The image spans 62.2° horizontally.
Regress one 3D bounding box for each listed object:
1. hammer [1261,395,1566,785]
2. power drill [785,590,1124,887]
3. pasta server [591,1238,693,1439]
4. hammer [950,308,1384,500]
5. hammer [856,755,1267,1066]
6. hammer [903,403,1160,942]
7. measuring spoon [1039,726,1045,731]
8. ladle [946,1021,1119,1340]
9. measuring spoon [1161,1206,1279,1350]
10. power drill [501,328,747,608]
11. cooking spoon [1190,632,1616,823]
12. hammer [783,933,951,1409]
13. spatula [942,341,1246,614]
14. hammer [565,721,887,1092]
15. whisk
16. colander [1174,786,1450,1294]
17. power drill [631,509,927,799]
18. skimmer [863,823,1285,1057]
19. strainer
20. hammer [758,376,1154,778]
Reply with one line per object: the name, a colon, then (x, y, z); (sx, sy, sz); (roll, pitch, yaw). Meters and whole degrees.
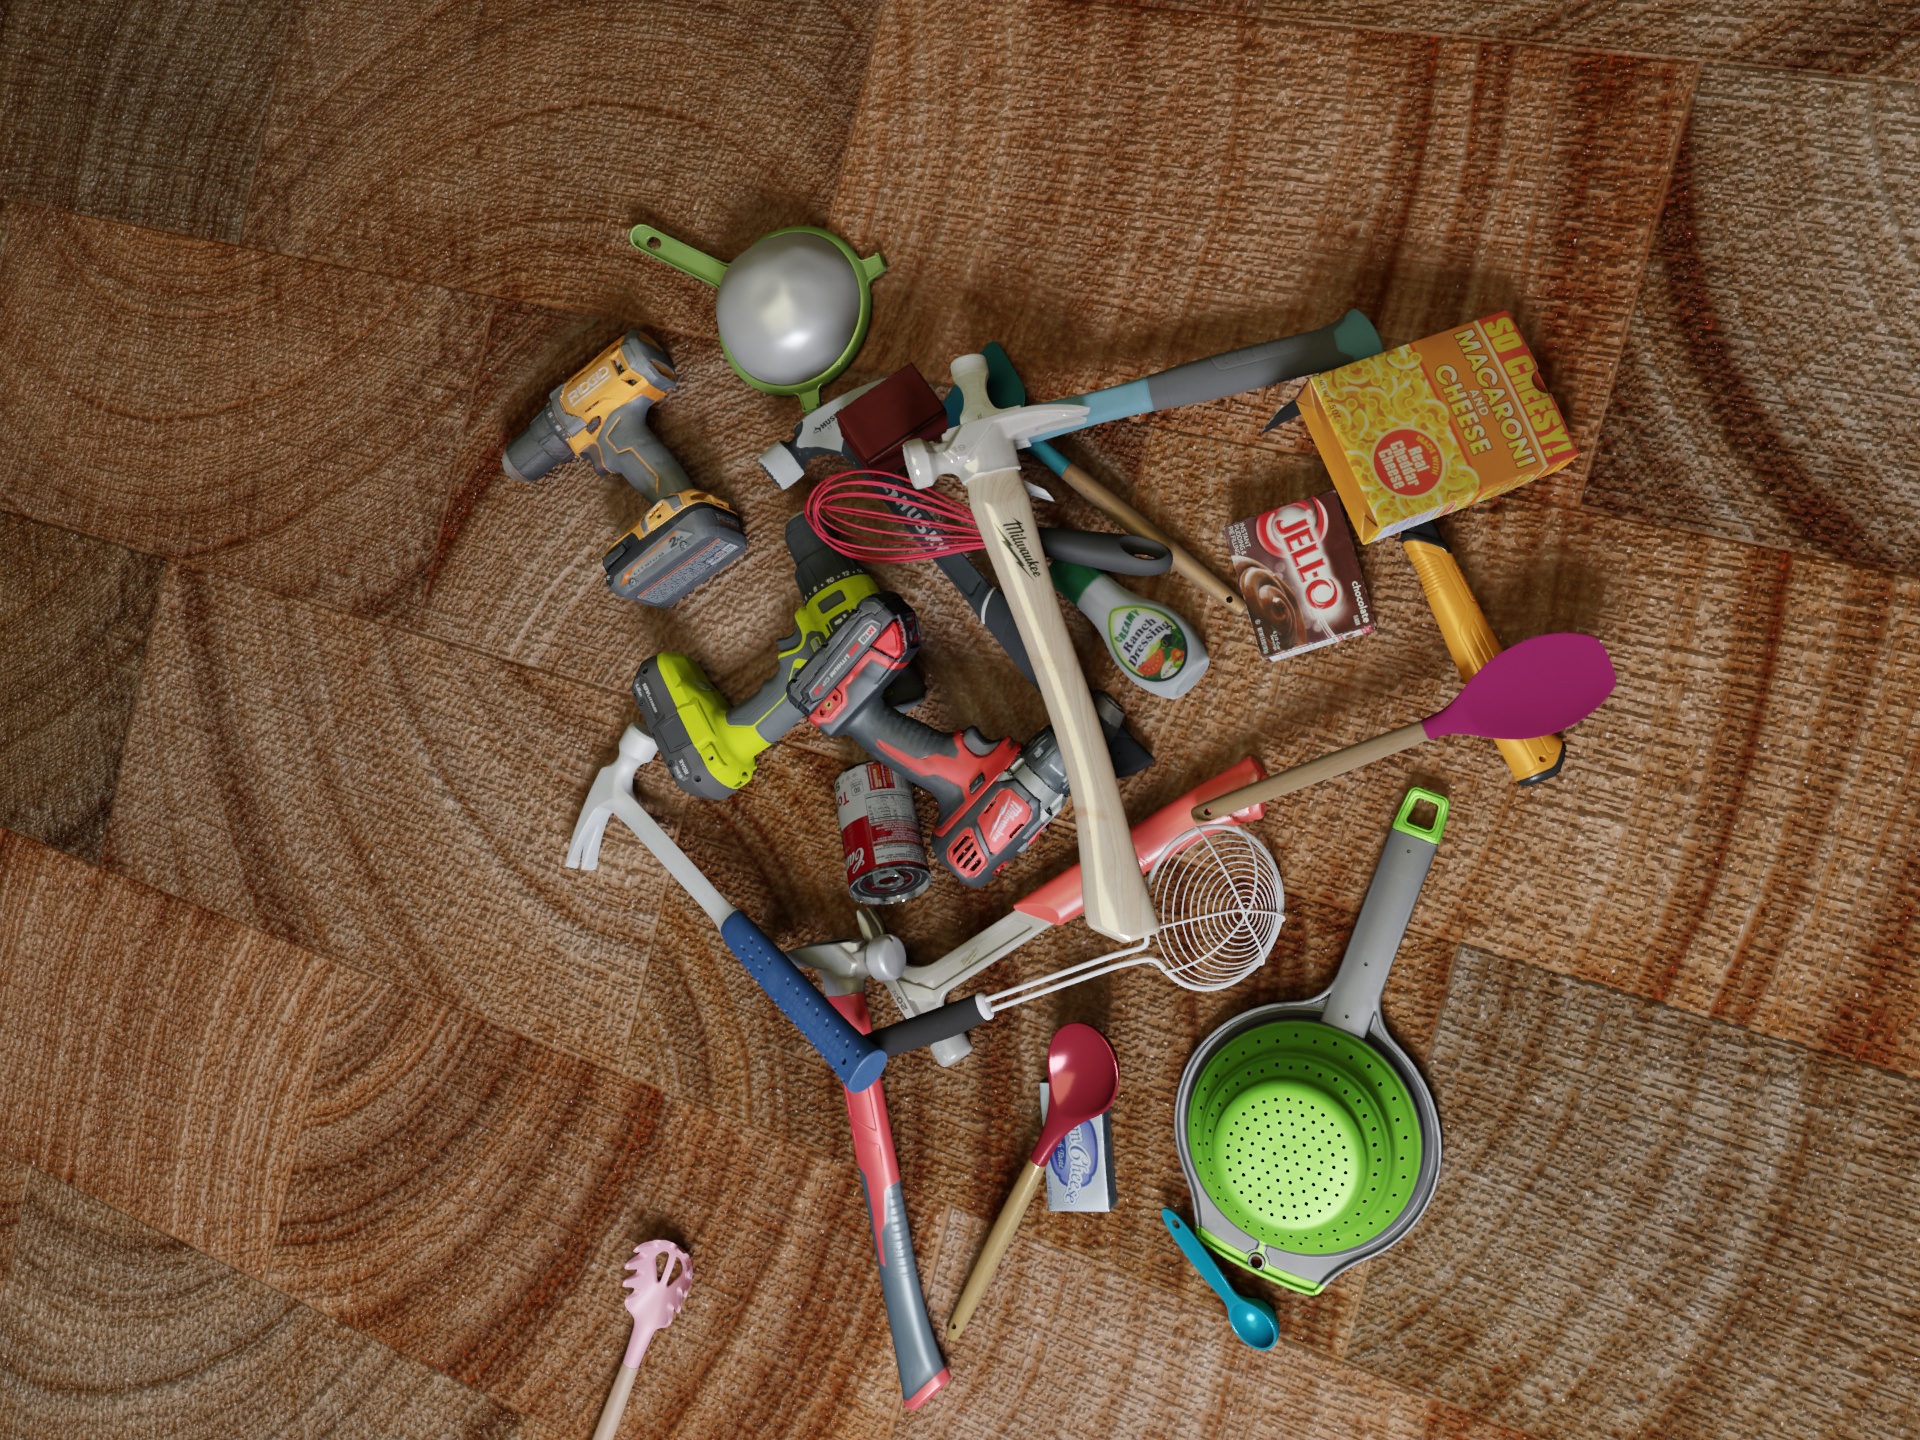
hammer: (0.349, -0.105, 1.178); (0.127, 0.034, 0.337); (-23, 83, -9)
power drill: (-0.002, -0.004, 1.251); (0.227, 0.080, 0.188); (43, 101, 3)
pasta server: (-0.305, 0.599, 1.414); (0.060, 0.040, 0.316); (22, 97, 9)
hammer: (0.162, -0.262, 1.248); (0.331, 0.033, 0.128); (-12, 84, 12)
hammer: (0.087, 0.130, 1.284); (0.359, 0.036, 0.149); (-35, 77, 17)
hammer: (0.082, -0.038, 1.194); (0.146, 0.038, 0.411); (-16, 81, -4)
measuring spoon: (0.055, 0.058, 1.315); (0.021, 0.011, 0.117); (26, 101, 18)
ladle: (0.052, 0.373, 1.270); (0.069, 0.031, 0.315); (36, 111, 34)
measuring spoon: (0.203, 0.427, 1.233); (0.129, 0.021, 0.042); (51, 136, 14)
power drill: (-0.309, -0.212, 1.427); (0.185, 0.084, 0.226); (-33, 73, 17)
cooking spoon: (0.316, 0.016, 1.165); (0.319, 0.017, 0.069); (-23, 92, 21)
hammer: (-0.080, 0.375, 1.324); (0.143, 0.038, 0.386); (-11, 89, 30)
spatula: (0.111, -0.189, 1.296); (0.317, 0.044, 0.082); (41, 104, 13)
hammer: (-0.201, 0.168, 1.338); (0.406, 0.035, 0.144); (40, 104, 34)
whisk: (0.021, -0.148, 1.261); (0.296, 0.073, 0.073); (9, 91, 4)
colander: (0.276, 0.239, 1.176); (0.204, 0.094, 0.397); (21, 95, 20)
power drill: (-0.162, -0.053, 1.366); (0.228, 0.080, 0.191); (-30, 79, 14)
skimmer: (0.078, 0.191, 1.246); (0.363, 0.090, 0.127); (-23, 105, 17)
strainer: (-0.201, -0.388, 1.395); (0.256, 0.069, 0.151); (29, 98, 18)
hammer: (0.015, -0.113, 1.307); (0.149, 0.036, 0.409); (-40, 80, -3)
